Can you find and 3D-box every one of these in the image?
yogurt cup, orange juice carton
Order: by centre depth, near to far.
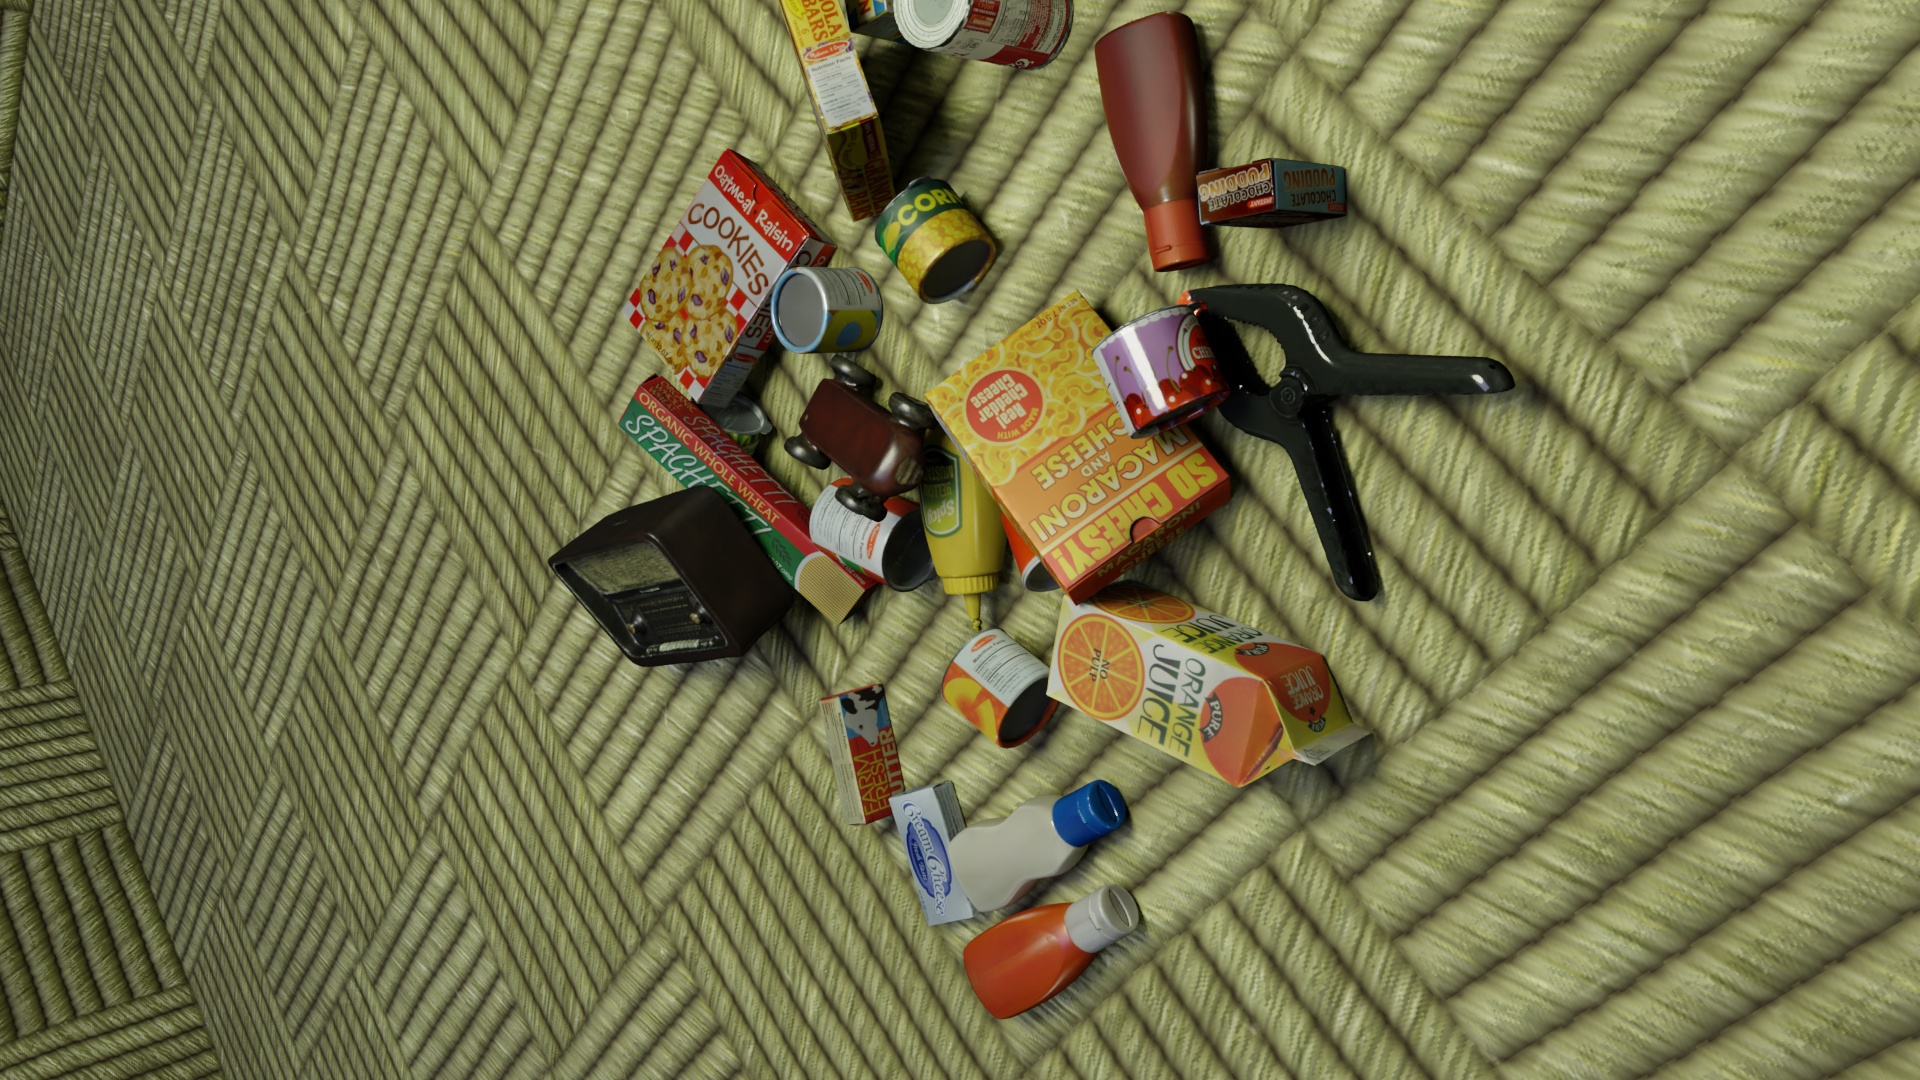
[{"bbox_3d":[0.152,0.091,0.860,0.193,0.072,0.072,22,112,39],"label":"orange juice carton"},{"bbox_3d":[0.063,-0.005,0.934,0.072,0.072,0.054,-47,58,37],"label":"yogurt cup"}]

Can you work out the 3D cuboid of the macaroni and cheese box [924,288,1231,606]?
[{"bbox_3d":[0.073,-0.061,0.885,0.124,0.040,0.167,-35,68,-1],"label":"macaroni and cheese box"}]

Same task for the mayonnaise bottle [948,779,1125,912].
[{"bbox_3d":[0.055,0.214,0.991,0.147,0.041,0.065,-37,73,39],"label":"mayonnaise bottle"}]

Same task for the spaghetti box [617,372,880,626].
[{"bbox_3d":[-0.171,-0.033,1.111,0.250,0.029,0.050,42,125,5],"label":"spaghetti box"}]

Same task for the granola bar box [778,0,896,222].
[{"bbox_3d":[-0.086,-0.309,0.965,0.039,0.165,0.124,-18,82,0],"label":"granola bar box"}]

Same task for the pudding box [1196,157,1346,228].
[{"bbox_3d":[0.176,-0.195,0.784,0.049,0.084,0.030,0,97,42],"label":"pudding box"}]

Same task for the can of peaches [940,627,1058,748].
[{"bbox_3d":[0.030,0.106,0.981,0.058,0.071,0.071,36,120,32],"label":"can of peaches"}]

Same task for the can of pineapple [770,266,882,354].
[{"bbox_3d":[-0.104,-0.175,1.063,0.071,0.058,0.071,9,103,42],"label":"can of pineapple"}]

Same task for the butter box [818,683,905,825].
[{"bbox_3d":[-0.076,0.169,1.096,0.024,0.053,0.103,-14,88,40],"label":"butter box"}]

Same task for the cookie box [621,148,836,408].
[{"bbox_3d":[-0.190,-0.211,1.125,0.123,0.040,0.167,48,111,26],"label":"cookie box"}]

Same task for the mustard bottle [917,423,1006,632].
[{"bbox_3d":[0.004,-0.012,0.995,0.065,0.049,0.160,-3,94,49],"label":"mustard bottle"}]

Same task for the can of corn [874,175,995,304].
[{"bbox_3d":[-0.017,-0.209,0.970,0.058,0.071,0.070,54,128,21],"label":"can of corn"}]

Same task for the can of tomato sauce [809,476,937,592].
[{"bbox_3d":[-0.062,-0.006,1.048,0.083,0.071,0.071,24,112,38],"label":"can of tomato sauce"}]

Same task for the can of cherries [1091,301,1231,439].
[{"bbox_3d":[0.122,-0.101,0.825,0.071,0.072,0.058,-31,77,41],"label":"can of cherries"}]

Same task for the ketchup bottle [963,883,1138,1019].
[{"bbox_3d":[0.065,0.289,0.991,0.148,0.044,0.065,-42,70,38],"label":"ketchup bottle"}]

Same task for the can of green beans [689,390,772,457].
[{"bbox_3d":[-0.202,-0.088,1.163,0.071,0.071,0.057,47,126,27],"label":"can of green beans"}]

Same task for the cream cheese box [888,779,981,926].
[{"bbox_3d":[-0.016,0.241,1.071,0.053,0.024,0.104,-25,80,41],"label":"cream cheese box"}]

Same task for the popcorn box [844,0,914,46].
[{"bbox_3d":[-0.044,-0.410,0.952,0.038,0.085,0.126,-9,90,42],"label":"popcorn box"}]

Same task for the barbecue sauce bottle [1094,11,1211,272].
[{"bbox_3d":[0.124,-0.242,0.853,0.064,0.044,0.148,-9,91,43],"label":"barbecue sauce bottle"}]
